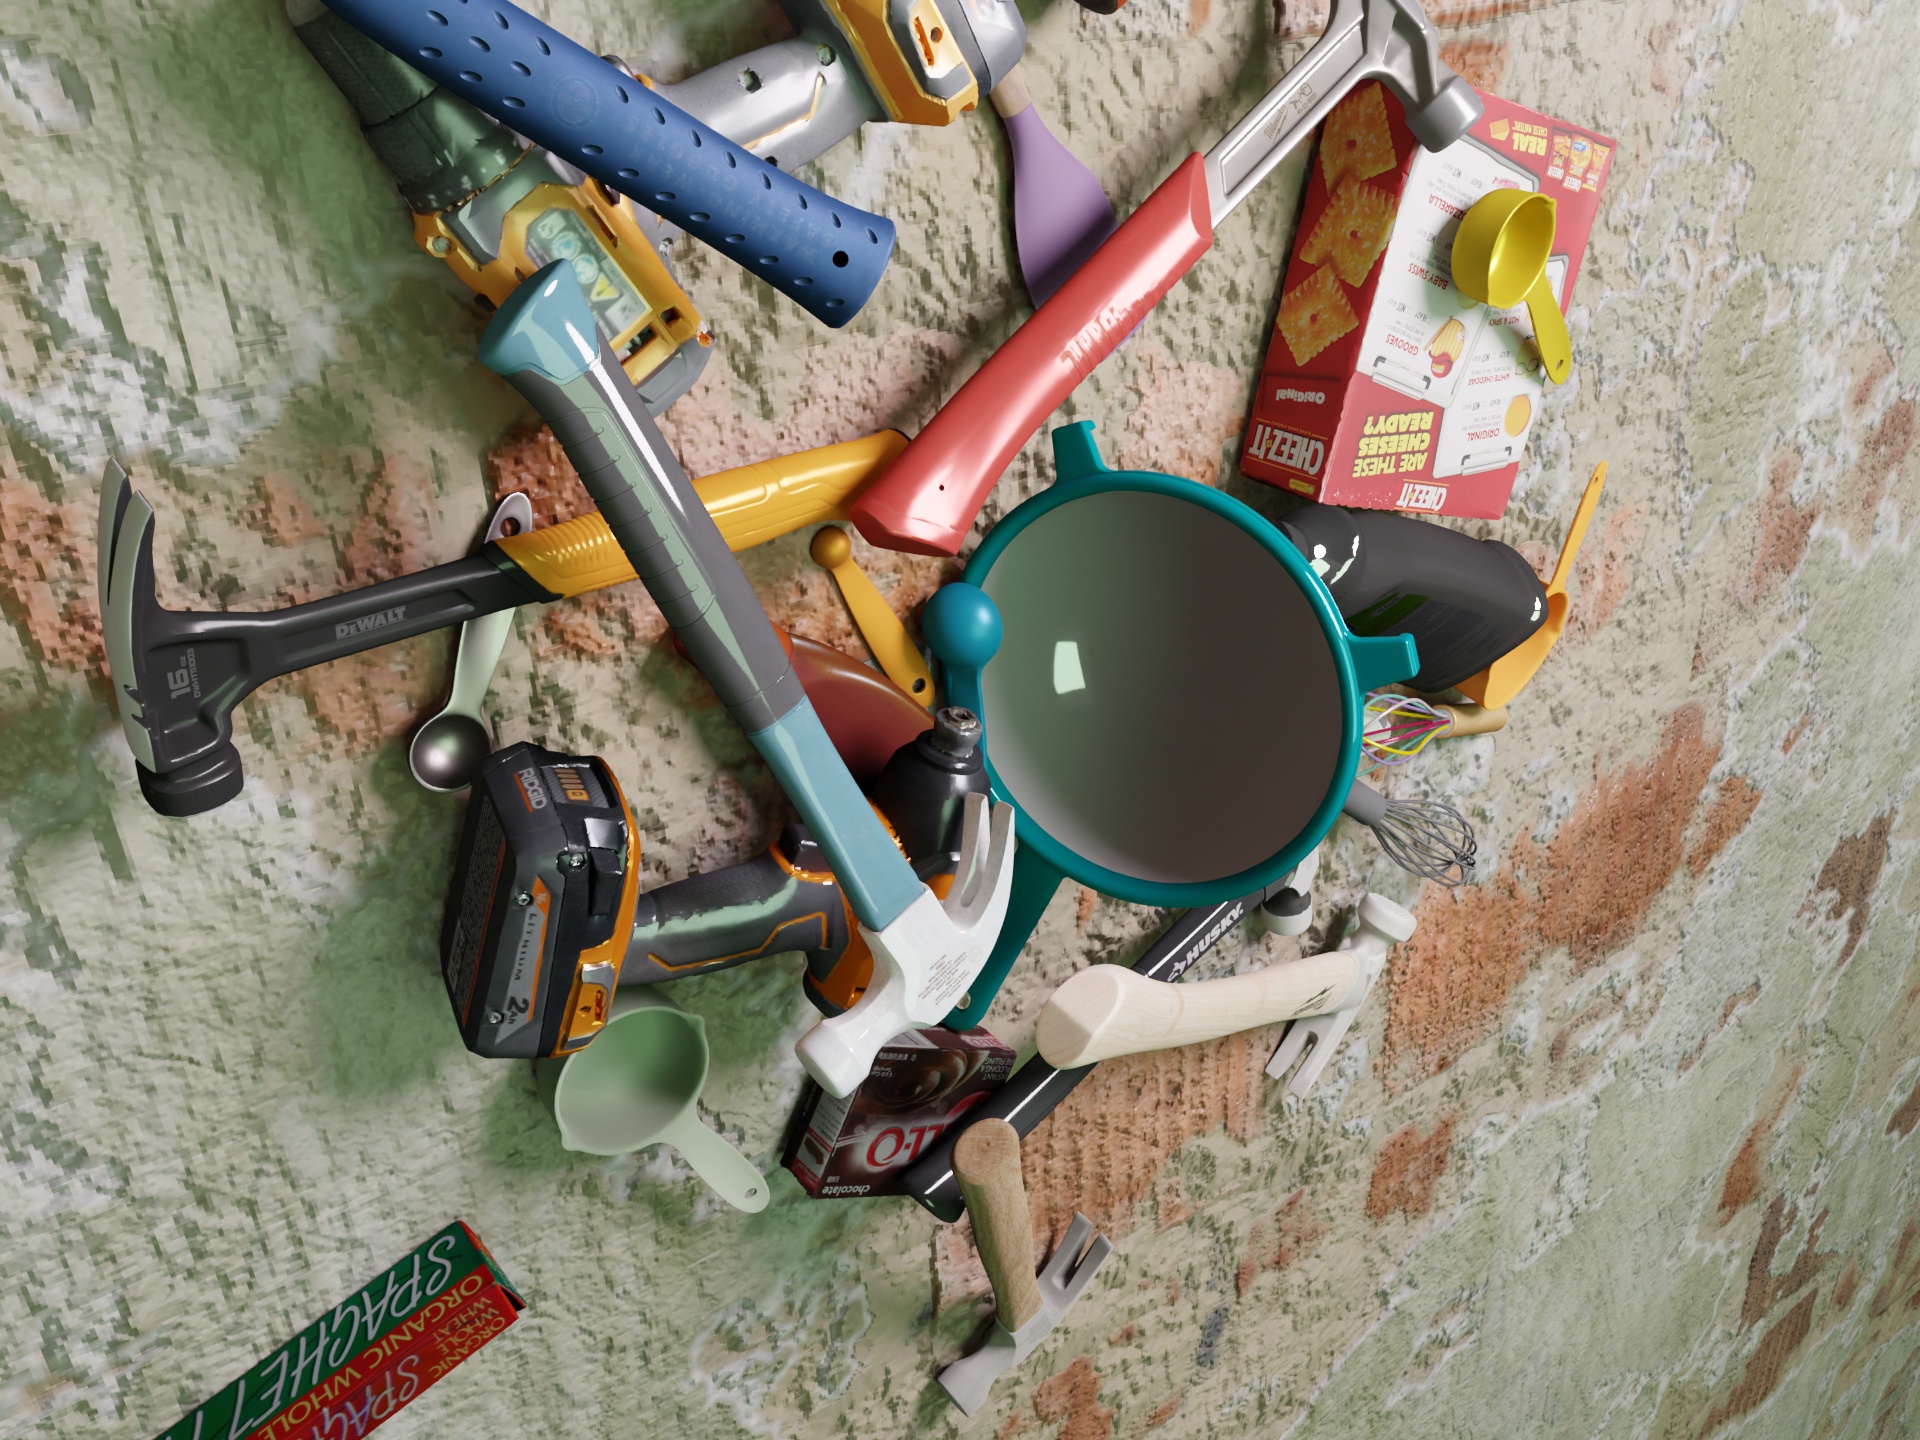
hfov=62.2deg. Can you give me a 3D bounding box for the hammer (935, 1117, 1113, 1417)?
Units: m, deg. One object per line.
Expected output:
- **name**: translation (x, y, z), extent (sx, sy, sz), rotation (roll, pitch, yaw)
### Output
- **hammer**: translation (0.028, 0.292, 0.877), extent (0.130, 0.031, 0.331), rotation (-40, 150, -20)

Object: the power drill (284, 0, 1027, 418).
- **power drill**: translation (-0.104, -0.240, 0.568), extent (0.226, 0.084, 0.185), rotation (-44, 129, -8)

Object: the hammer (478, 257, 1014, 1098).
- **hammer**: translation (-0.078, -0.013, 0.600), extent (0.128, 0.033, 0.330), rotation (-40, 118, -22)

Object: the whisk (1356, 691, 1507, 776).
- **whisk**: translation (0.293, 0.005, 0.989), extent (0.245, 0.047, 0.051), rotation (-3, 96, -52)

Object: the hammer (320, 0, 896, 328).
- **hammer**: translation (-0.198, -0.226, 0.465), extent (0.405, 0.035, 0.144), rotation (25, 95, -28)

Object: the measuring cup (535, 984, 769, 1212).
- **measuring cup**: translation (-0.141, 0.187, 0.762), extent (0.083, 0.038, 0.167), rotation (-44, 132, -15)

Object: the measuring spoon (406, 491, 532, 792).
- **measuring spoon**: translation (-0.195, -0.032, 0.636), extent (0.034, 0.018, 0.124), rotation (13, 95, -43)

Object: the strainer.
- **strainer**: translation (0.078, 0.025, 0.806), extent (0.095, 0.211, 0.340), rotation (-32, 154, -53)

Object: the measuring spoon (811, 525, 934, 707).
- **measuring spoon**: translation (-0.037, -0.045, 0.752), extent (0.021, 0.011, 0.116), rotation (-43, 130, -15)

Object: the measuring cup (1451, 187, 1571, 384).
- **measuring cup**: translation (0.293, -0.221, 0.834), extent (0.062, 0.029, 0.156), rotation (-57, 144, 0)

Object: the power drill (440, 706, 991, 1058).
- **power drill**: translation (-0.092, 0.063, 0.683), extent (0.226, 0.084, 0.164), rotation (2, 122, -32)

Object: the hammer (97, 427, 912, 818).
- **hammer**: translation (-0.147, -0.070, 0.611), extent (0.337, 0.034, 0.127), rotation (-22, 139, -37)

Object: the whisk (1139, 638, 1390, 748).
- **whisk**: translation (0.183, -0.015, 0.924), extent (0.246, 0.058, 0.059), rotation (16, 134, -45)

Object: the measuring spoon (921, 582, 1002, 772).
- **measuring spoon**: translation (-0.001, -0.002, 0.771), extent (0.021, 0.042, 0.128), rotation (-32, 125, -54)

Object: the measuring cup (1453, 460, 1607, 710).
- **measuring cup**: translation (0.345, -0.091, 0.986), extent (0.095, 0.052, 0.173), rotation (-21, 135, -42)

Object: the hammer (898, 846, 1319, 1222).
- **hammer**: translation (0.092, 0.156, 0.897), extent (0.335, 0.035, 0.146), rotation (-38, 138, -27)

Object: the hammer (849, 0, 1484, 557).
- **hammer**: translation (0.077, -0.213, 0.702), extent (0.149, 0.037, 0.359), rotation (45, 78, -9)

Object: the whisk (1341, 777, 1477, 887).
- **whisk**: translation (0.263, 0.053, 1.016), extent (0.238, 0.055, 0.055), rotation (27, 92, -38)

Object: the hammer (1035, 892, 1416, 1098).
- **hammer**: translation (0.151, 0.169, 0.905), extent (0.410, 0.038, 0.146), rotation (9, 113, -57)

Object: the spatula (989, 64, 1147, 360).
- **spatula**: translation (0.012, -0.282, 0.678), extent (0.060, 0.018, 0.315), rotation (-44, 131, -13)
